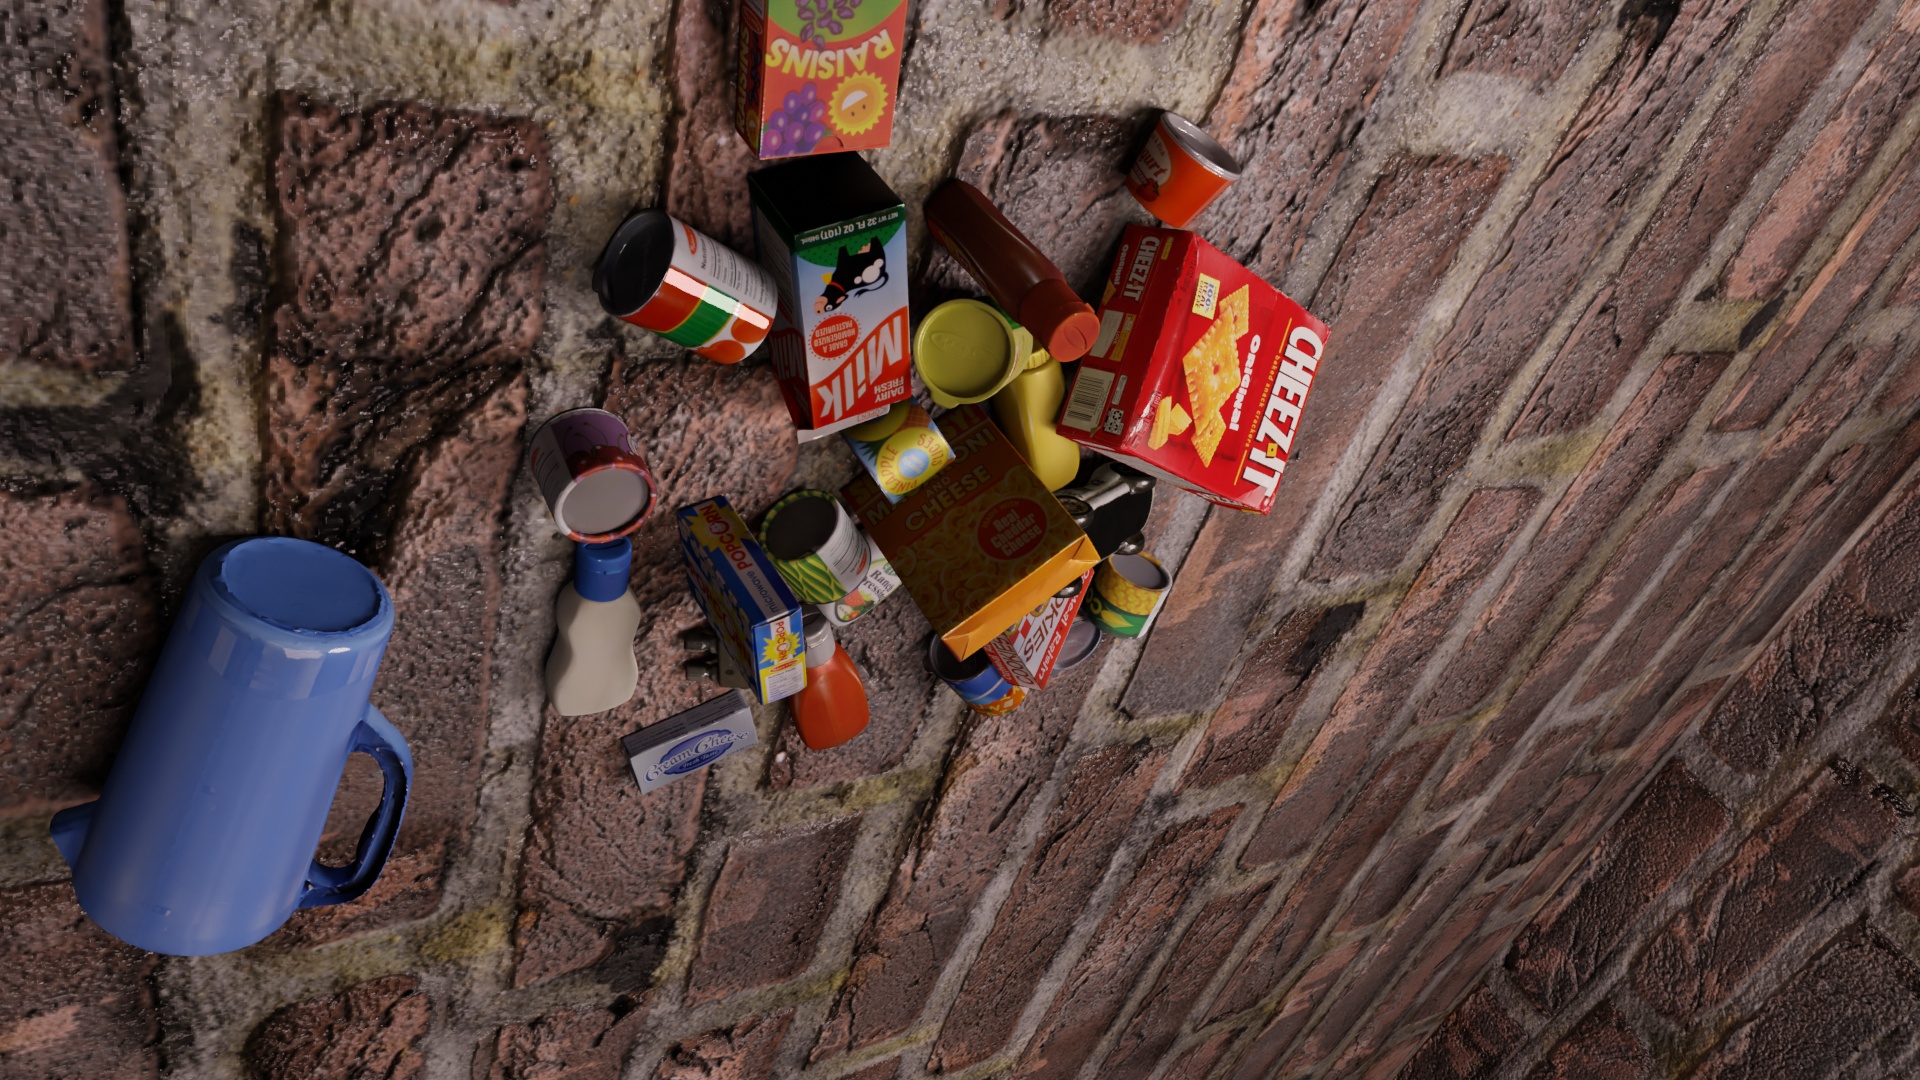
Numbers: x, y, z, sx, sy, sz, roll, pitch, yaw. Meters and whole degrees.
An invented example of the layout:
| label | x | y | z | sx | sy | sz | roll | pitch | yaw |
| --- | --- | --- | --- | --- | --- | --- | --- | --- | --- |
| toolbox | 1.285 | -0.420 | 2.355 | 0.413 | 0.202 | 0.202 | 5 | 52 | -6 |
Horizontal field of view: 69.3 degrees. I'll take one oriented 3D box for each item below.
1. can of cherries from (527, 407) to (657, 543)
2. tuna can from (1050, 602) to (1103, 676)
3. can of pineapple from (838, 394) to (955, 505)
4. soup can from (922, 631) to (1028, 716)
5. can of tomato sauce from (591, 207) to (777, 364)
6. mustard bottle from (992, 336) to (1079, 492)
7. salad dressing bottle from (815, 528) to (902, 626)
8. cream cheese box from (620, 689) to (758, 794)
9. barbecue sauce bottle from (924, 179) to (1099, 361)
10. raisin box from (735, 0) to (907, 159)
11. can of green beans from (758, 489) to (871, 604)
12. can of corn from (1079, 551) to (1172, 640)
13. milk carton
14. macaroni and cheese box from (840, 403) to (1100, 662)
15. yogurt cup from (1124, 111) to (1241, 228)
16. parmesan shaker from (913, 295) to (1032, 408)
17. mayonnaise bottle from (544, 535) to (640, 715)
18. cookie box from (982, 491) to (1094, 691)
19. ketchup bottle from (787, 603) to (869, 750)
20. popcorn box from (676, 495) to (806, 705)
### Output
| label | x | y | z | sx | sy | sz | roll | pitch | yaw |
| --- | --- | --- | --- | --- | --- | --- | --- | --- | --- |
| can of cherries | -0.230 | -0.041 | 0.877 | 0.072 | 0.058 | 0.071 | -21 | 140 | -19 |
| tuna can | 0.095 | 0.089 | 1.288 | 0.071 | 0.033 | 0.070 | -21 | 140 | -19 |
| can of pineapple | -0.044 | -0.067 | 0.986 | 0.058 | 0.071 | 0.070 | -36 | 142 | -2 |
| soup can | 0.015 | 0.111 | 1.222 | 0.071 | 0.071 | 0.083 | -37 | 143 | 1 |
| can of tomato sauce | -0.161 | -0.147 | 0.816 | 0.071 | 0.071 | 0.083 | -49 | 141 | 16 |
| mustard bottle | 0.053 | -0.108 | 1.026 | 0.049 | 0.065 | 0.159 | -27 | 136 | -16 |
| salad dressing bottle | -0.051 | 0.005 | 1.077 | 0.147 | 0.044 | 0.064 | -39 | 144 | 2 |
| cream cheese box | -0.219 | 0.163 | 1.127 | 0.104 | 0.024 | 0.053 | -23 | 139 | -18 |
| barbecue sauce bottle | 0.034 | -0.168 | 0.875 | 0.043 | 0.149 | 0.064 | -42 | 142 | 7 |
| raisin box | -0.076 | -0.277 | 0.767 | 0.086 | 0.040 | 0.122 | -15 | 138 | -27 |
| can of green beans | -0.106 | 0.004 | 1.015 | 0.071 | 0.071 | 0.057 | -35 | 142 | -3 |
| can of corn | 0.149 | 0.046 | 1.260 | 0.071 | 0.071 | 0.058 | -3 | 130 | -36 |
| milk carton | -0.079 | -0.141 | 0.878 | 0.072 | 0.074 | 0.189 | -21 | 140 | -19 |
| macaroni and cheese box | 0.004 | -0.013 | 1.000 | 0.124 | 0.167 | 0.040 | -36 | 142 | -2 |
| yogurt cup | 0.150 | -0.251 | 0.951 | 0.072 | 0.072 | 0.053 | 8 | 132 | -42 |
| parmesan shaker | 0.009 | -0.127 | 0.928 | 0.071 | 0.071 | 0.103 | -47 | -179 | 14 |
| mayonnaise bottle | -0.256 | 0.058 | 0.977 | 0.065 | 0.041 | 0.147 | -11 | 134 | -32 |
| cookie box | 0.052 | 0.032 | 1.141 | 0.123 | 0.040 | 0.166 | -64 | 149 | -23 |
| ketchup bottle | -0.115 | 0.112 | 1.139 | 0.065 | 0.044 | 0.148 | -25 | 141 | -15 |
| popcorn box | -0.152 | 0.041 | 0.968 | 0.038 | 0.127 | 0.084 | -23 | 141 | -22 |
